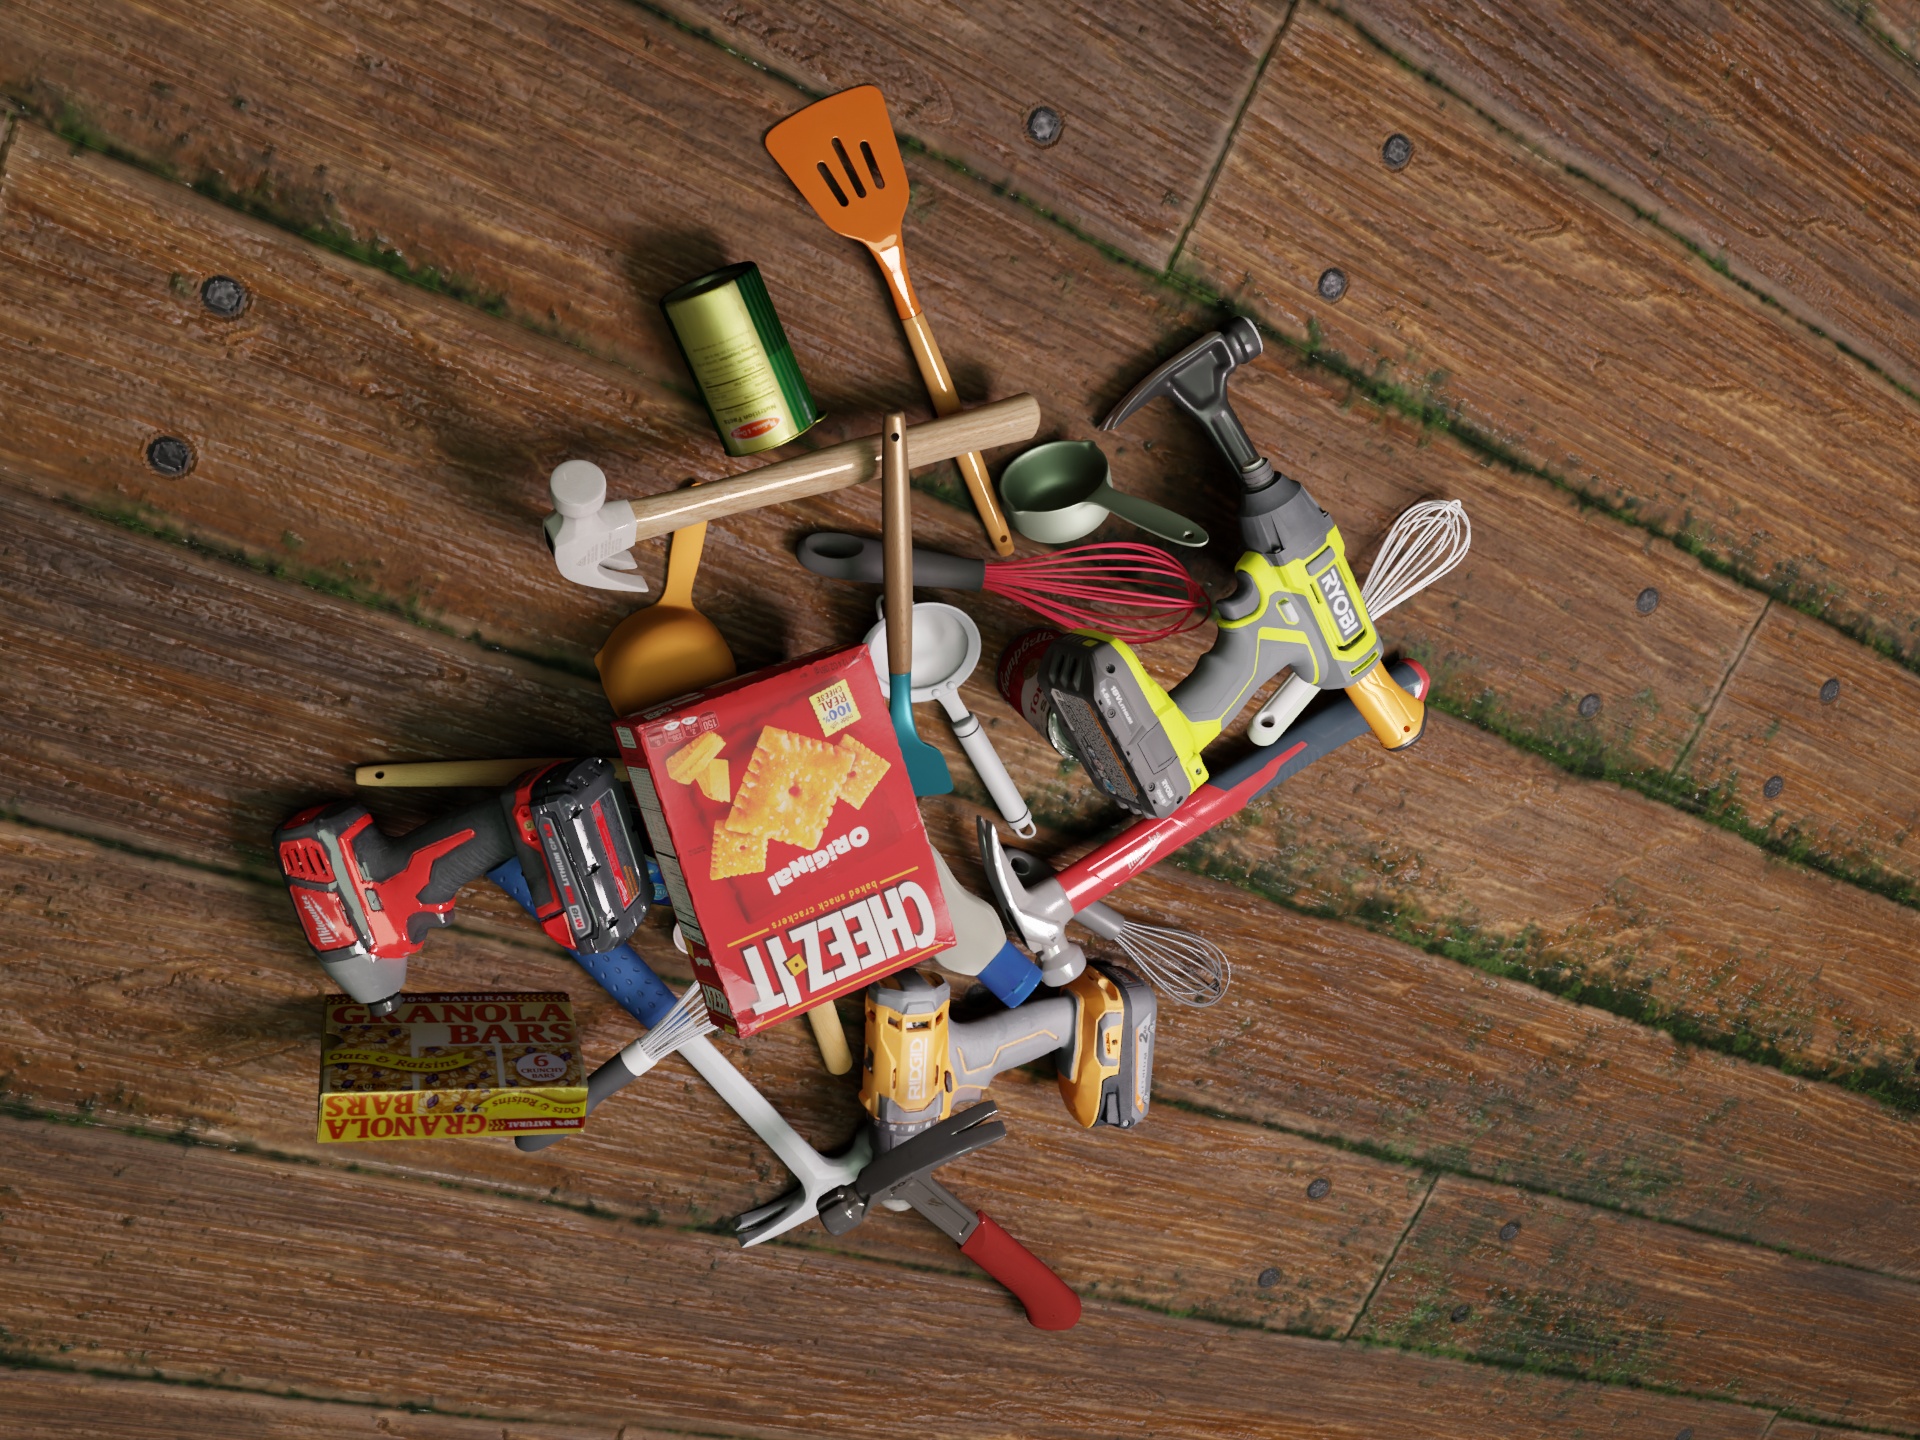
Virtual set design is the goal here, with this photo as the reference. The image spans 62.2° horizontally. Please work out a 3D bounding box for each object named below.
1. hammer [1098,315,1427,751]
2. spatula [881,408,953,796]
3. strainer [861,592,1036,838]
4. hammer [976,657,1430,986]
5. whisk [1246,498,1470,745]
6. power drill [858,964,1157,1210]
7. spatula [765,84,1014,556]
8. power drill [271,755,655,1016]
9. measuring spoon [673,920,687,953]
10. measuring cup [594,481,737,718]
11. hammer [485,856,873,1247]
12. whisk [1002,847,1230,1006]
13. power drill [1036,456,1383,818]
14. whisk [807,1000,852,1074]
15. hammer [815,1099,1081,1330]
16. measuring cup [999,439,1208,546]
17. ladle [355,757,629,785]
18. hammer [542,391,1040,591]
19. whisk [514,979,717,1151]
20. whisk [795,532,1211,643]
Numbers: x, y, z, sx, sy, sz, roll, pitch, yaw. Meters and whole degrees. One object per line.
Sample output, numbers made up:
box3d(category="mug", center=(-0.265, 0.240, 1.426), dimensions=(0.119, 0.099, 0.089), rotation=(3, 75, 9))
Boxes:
box3d(category="hammer", center=(0.235, -0.114, 1.146), dimensions=(0.127, 0.034, 0.336), rotation=(-35, 104, -5))
box3d(category="spatula", center=(-0.043, -0.062, 1.057), dimensions=(0.082, 0.044, 0.317), rotation=(-2, 125, -4))
box3d(category="strainer", center=(-0.002, -0.004, 1.145), dimensions=(0.087, 0.050, 0.258), rotation=(-25, 124, 7))
box3d(category="hammer", center=(0.195, 0.044, 1.218), dimensions=(0.386, 0.038, 0.143), rotation=(-31, 109, -13))
box3d(category="whisk", center=(0.300, -0.075, 1.204), dimensions=(0.246, 0.058, 0.059), rotation=(-48, 158, -7))
box3d(category="power drill", center=(0.031, 0.281, 1.232), dimensions=(0.226, 0.084, 0.185), rotation=(-1, 101, -20))
box3d(category="spatula", center=(-0.026, -0.248, 1.050), dimensions=(0.081, 0.041, 0.322), rotation=(-29, 122, -8))
box3d(category="power drill", center=(-0.317, 0.108, 1.011), dimensions=(0.219, 0.078, 0.143), rotation=(-12, 103, 11))
box3d(category="measuring spoon", center=(-0.186, 0.107, 1.138), dimensions=(0.034, 0.018, 0.124), rotation=(2, 103, -21))
box3d(category="measuring cup", center=(-0.183, -0.067, 1.044), dimensions=(0.095, 0.052, 0.173), rotation=(6, 110, -22))
box3d(category="hammer", center=(-0.207, 0.236, 1.166), dimensions=(0.144, 0.035, 0.405), rotation=(-38, 118, -3))
box3d(category="whisk", center=(0.122, 0.160, 1.253), dimensions=(0.238, 0.055, 0.055), rotation=(33, 97, -23))
box3d(category="power drill", center=(0.168, -0.055, 1.062), dimensions=(0.223, 0.080, 0.171), rotation=(-38, 115, -17))
box3d(category="whisk", center=(-0.122, 0.165, 1.172), dimensions=(0.047, 0.051, 0.244), rotation=(-11, 120, 7))
box3d(category="hammer", center=(0.030, 0.409, 1.253), dimensions=(0.149, 0.037, 0.358), rotation=(-30, 138, 5))
box3d(category="measuring cup", center=(0.099, -0.136, 1.064), dimensions=(0.083, 0.168, 0.038), rotation=(-44, 141, -22))
box3d(category="ladle", center=(-0.241, 0.035, 1.077), dimensions=(0.315, 0.031, 0.069), rotation=(-1, 79, -17))
box3d(category="hammer", center=(-0.098, -0.152, 1.000), dimensions=(0.331, 0.130, 0.031), rotation=(-19, 73, -22))
box3d(category="whisk", center=(-0.198, 0.216, 1.109), dimensions=(0.284, 0.070, 0.070), rotation=(-37, 119, 5))
box3d(category="whisk", center=(0.033, -0.098, 1.099), dimensions=(0.295, 0.073, 0.073), rotation=(7, 108, -11))
